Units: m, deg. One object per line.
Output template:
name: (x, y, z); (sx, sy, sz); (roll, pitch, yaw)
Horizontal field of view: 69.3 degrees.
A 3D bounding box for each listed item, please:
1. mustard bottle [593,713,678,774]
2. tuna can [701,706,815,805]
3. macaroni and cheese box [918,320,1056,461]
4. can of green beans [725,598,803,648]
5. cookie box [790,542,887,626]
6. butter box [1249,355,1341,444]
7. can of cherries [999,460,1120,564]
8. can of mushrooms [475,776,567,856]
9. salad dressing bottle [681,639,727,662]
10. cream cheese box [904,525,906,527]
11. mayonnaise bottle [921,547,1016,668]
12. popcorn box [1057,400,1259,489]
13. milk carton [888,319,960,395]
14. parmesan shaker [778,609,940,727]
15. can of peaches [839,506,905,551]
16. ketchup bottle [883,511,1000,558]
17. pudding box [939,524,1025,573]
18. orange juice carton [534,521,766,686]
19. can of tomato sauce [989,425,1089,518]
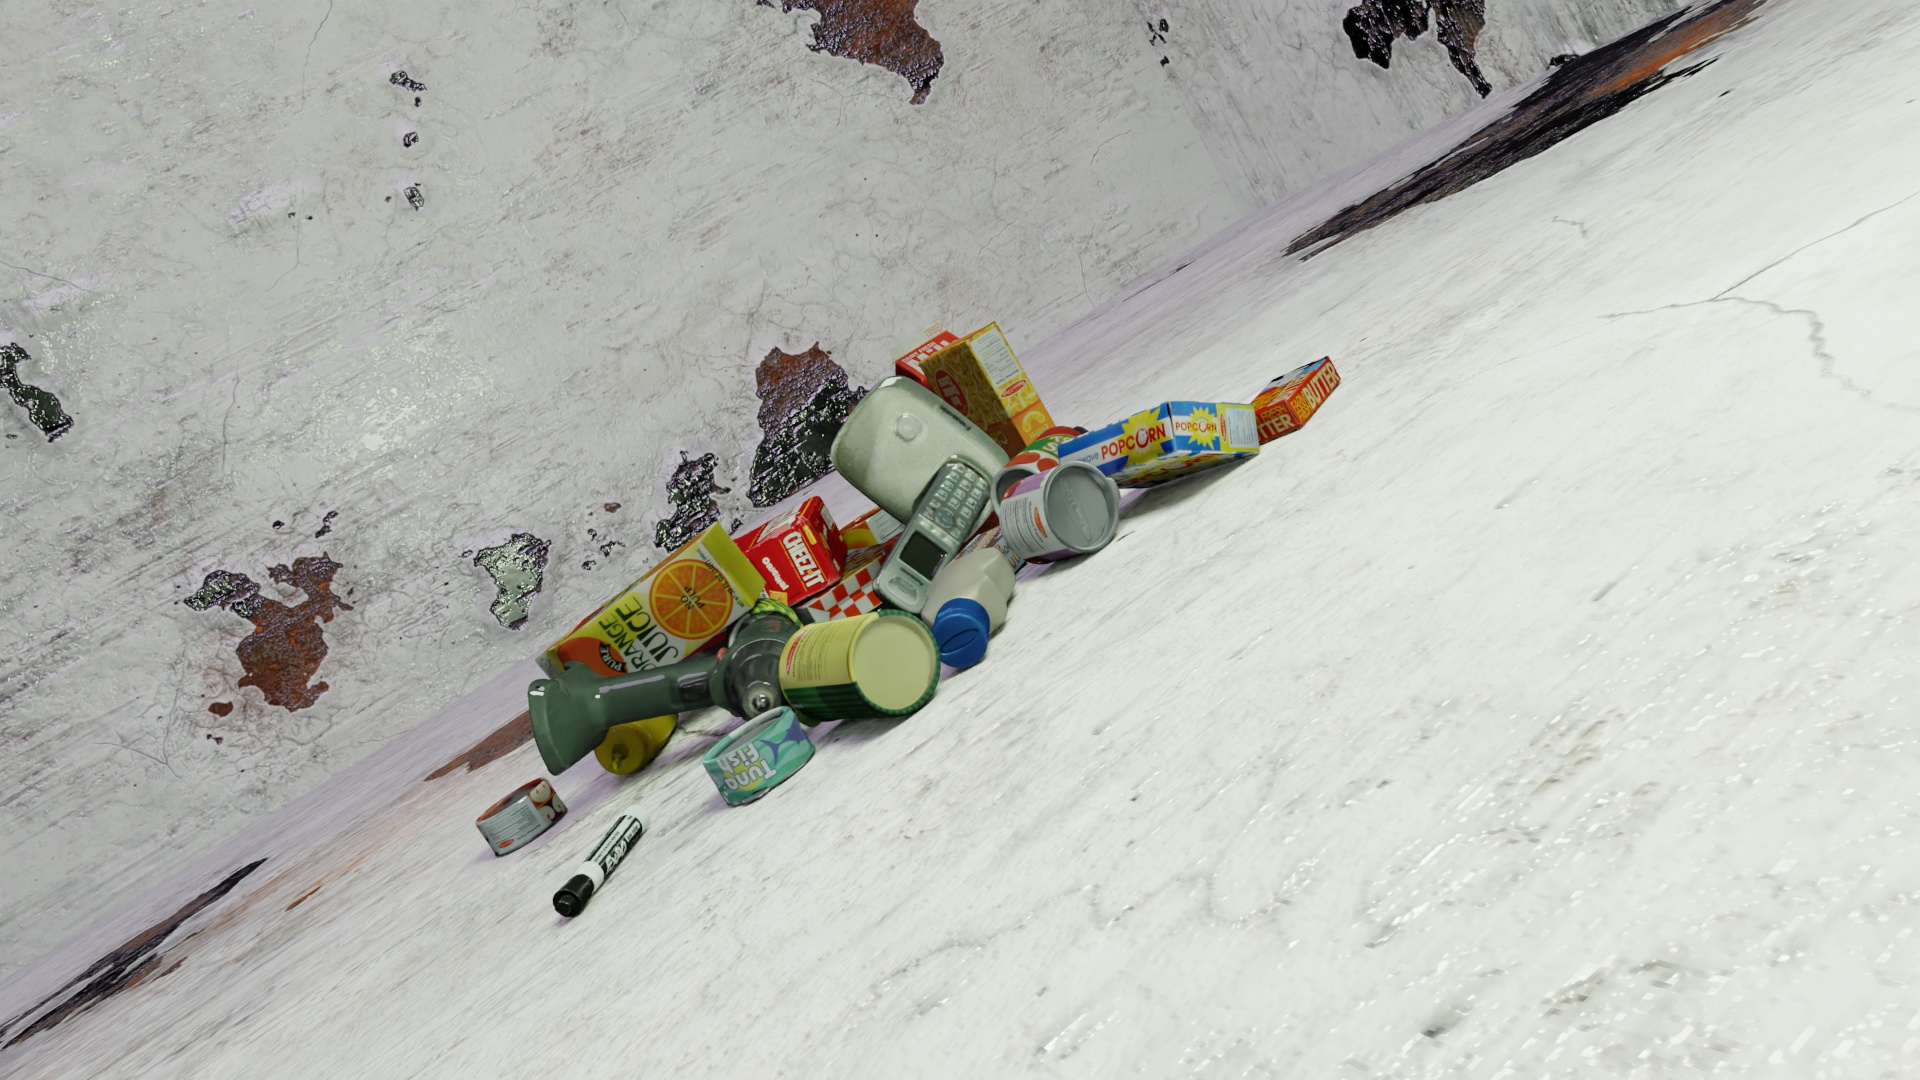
mustard bottle: (-0.276, 0.162, 1.161); (0.065, 0.048, 0.160); (-34, 9, -1)
tuna can: (-0.129, 0.137, 0.880); (0.071, 0.033, 0.071); (-30, 8, 5)
macaroni and cheese box: (0.036, -0.115, 1.312); (0.040, 0.166, 0.123); (-34, 9, -20)
can of green beans: (-0.165, 0.085, 1.181); (0.071, 0.071, 0.058); (-32, 9, -8)
cookie box: (-0.120, 0.051, 1.308); (0.123, 0.040, 0.167); (-35, 11, -28)
butter box: (0.243, -0.103, 1.039); (0.053, 0.024, 0.104); (-24, 10, 39)
can of cherries: (0.072, -0.019, 0.997); (0.072, 0.071, 0.058); (-36, 9, -33)
can of mushrooms: (-0.359, 0.225, 1.137); (0.071, 0.033, 0.071); (-30, 9, 5)
salad dressing bottle: (-0.227, 0.102, 1.365); (0.064, 0.044, 0.148); (-28, 8, 20)
cream cheese box: (-0.076, 0.002, 1.489); (0.104, 0.024, 0.053); (-29, 8, 9)
mayonnaise bottle: (0.004, 0.046, 0.934); (0.064, 0.041, 0.148); (-30, 10, 10)
popcorn box: (0.142, -0.067, 1.013); (0.085, 0.038, 0.126); (-1, -10, -35)
milk carton: (0.000, -0.130, 1.436); (0.072, 0.190, 0.073); (-34, 9, -23)
parmesan shaker: (-0.065, 0.083, 0.877); (0.071, 0.071, 0.103); (-35, 11, -30)
can of peaches: (-0.087, 0.003, 1.410); (0.071, 0.058, 0.071); (-29, 9, 5)
ketchup bottle: (0.004, -0.016, 1.252); (0.149, 0.043, 0.065); (-35, 31, -29)
pudding box: (0.023, 0.014, 1.077); (0.049, 0.030, 0.084); (-26, 9, 32)
orange juice carton: (-0.264, 0.073, 1.171); (0.192, 0.071, 0.073); (-36, 10, 8)
can of tomato sauce: (0.073, -0.051, 1.158); (0.071, 0.071, 0.083); (-23, 12, 40)
